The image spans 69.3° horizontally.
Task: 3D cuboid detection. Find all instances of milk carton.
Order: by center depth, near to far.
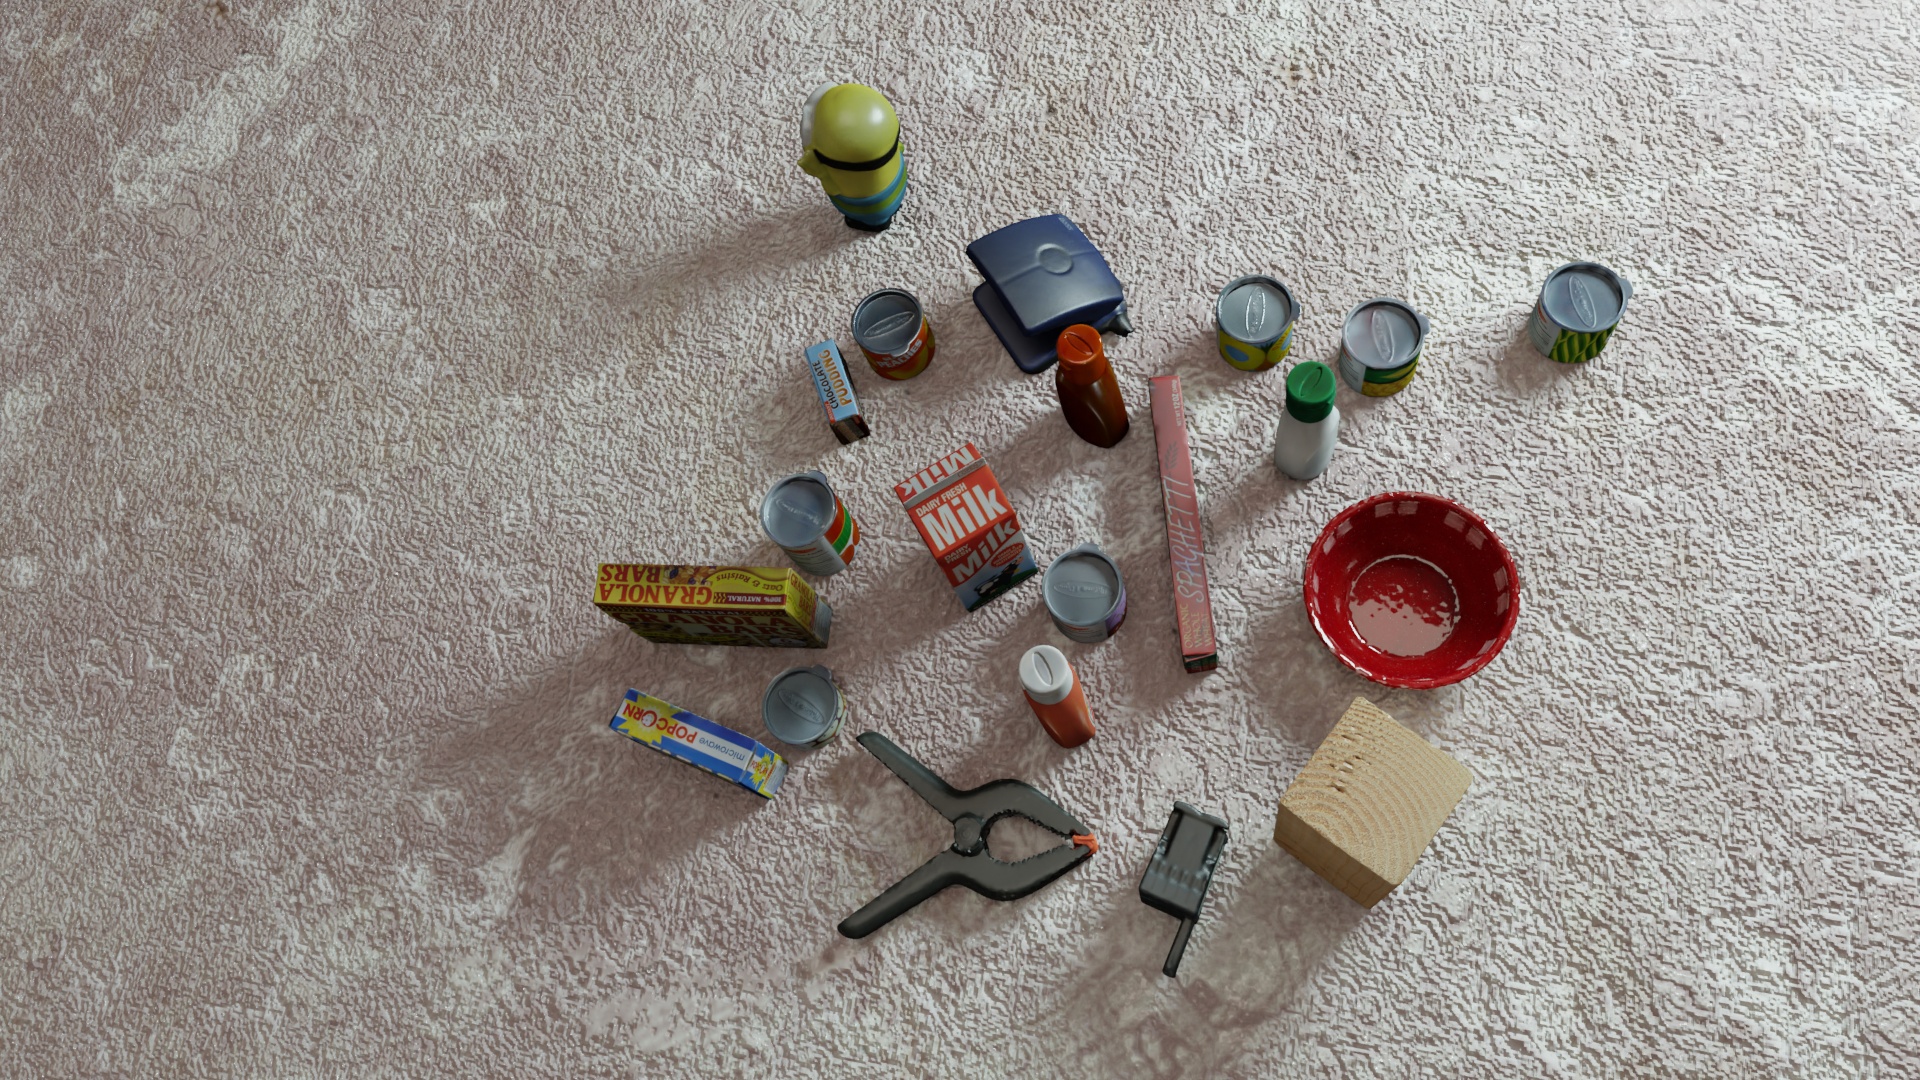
[{"bbox_3d":[0.004,-0.014,1.112,0.072,0.190,0.073,-31,68,-1],"label":"milk carton"}]

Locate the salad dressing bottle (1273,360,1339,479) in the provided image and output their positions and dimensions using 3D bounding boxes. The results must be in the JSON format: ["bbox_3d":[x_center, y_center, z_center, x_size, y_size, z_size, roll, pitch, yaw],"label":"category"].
[{"bbox_3d":[0.278,-0.096,1.111,0.044,0.147,0.064,33,80,20],"label":"salad dressing bottle"}]

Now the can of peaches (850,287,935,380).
[{"bbox_3d":[-0.059,-0.184,1.258,0.071,0.058,0.071,-4,70,10],"label":"can of peaches"}]

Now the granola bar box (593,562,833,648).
[{"bbox_3d":[-0.204,0.056,1.163,0.165,0.124,0.039,1,71,12],"label":"granola bar box"}]

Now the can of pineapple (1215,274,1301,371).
[{"bbox_3d":[0.255,-0.186,1.197,0.071,0.057,0.071,-4,70,10],"label":"can of pineapple"}]

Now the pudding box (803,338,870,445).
[{"bbox_3d":[-0.112,-0.134,1.255,0.030,0.049,0.084,-21,68,3],"label":"pudding box"}]

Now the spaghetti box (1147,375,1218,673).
[{"bbox_3d":[0.184,-0.015,1.153,0.029,0.050,0.251,-7,69,9],"label":"spaghetti box"}]

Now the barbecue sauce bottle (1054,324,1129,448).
[{"bbox_3d":[0.106,-0.130,1.157,0.044,0.148,0.065,-46,69,-6],"label":"barbecue sauce bottle"}]

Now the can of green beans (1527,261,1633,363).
[{"bbox_3d":[0.509,-0.188,1.147,0.071,0.057,0.071,-4,70,10],"label":"can of green beans"}]

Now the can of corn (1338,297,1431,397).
[{"bbox_3d":[0.356,-0.162,1.168,0.071,0.058,0.071,-4,70,10],"label":"can of corn"}]

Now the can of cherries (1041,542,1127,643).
[{"bbox_3d":[0.104,0.044,1.143,0.071,0.058,0.071,-4,70,10],"label":"can of cherries"}]

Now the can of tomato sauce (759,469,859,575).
[{"bbox_3d":[-0.127,-0.014,1.196,0.071,0.083,0.071,-4,70,10],"label":"can of tomato sauce"}]

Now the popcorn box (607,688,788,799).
[{"bbox_3d":[-0.214,0.169,1.146,0.127,0.085,0.038,19,76,17],"label":"popcorn box"}]

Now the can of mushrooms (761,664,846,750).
[{"bbox_3d":[-0.129,0.140,1.167,0.071,0.033,0.071,-4,70,10],"label":"can of mushrooms"}]

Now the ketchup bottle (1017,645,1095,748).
[{"bbox_3d":[0.072,0.118,1.074,0.043,0.148,0.065,-27,68,1],"label":"ketchup bottle"}]
